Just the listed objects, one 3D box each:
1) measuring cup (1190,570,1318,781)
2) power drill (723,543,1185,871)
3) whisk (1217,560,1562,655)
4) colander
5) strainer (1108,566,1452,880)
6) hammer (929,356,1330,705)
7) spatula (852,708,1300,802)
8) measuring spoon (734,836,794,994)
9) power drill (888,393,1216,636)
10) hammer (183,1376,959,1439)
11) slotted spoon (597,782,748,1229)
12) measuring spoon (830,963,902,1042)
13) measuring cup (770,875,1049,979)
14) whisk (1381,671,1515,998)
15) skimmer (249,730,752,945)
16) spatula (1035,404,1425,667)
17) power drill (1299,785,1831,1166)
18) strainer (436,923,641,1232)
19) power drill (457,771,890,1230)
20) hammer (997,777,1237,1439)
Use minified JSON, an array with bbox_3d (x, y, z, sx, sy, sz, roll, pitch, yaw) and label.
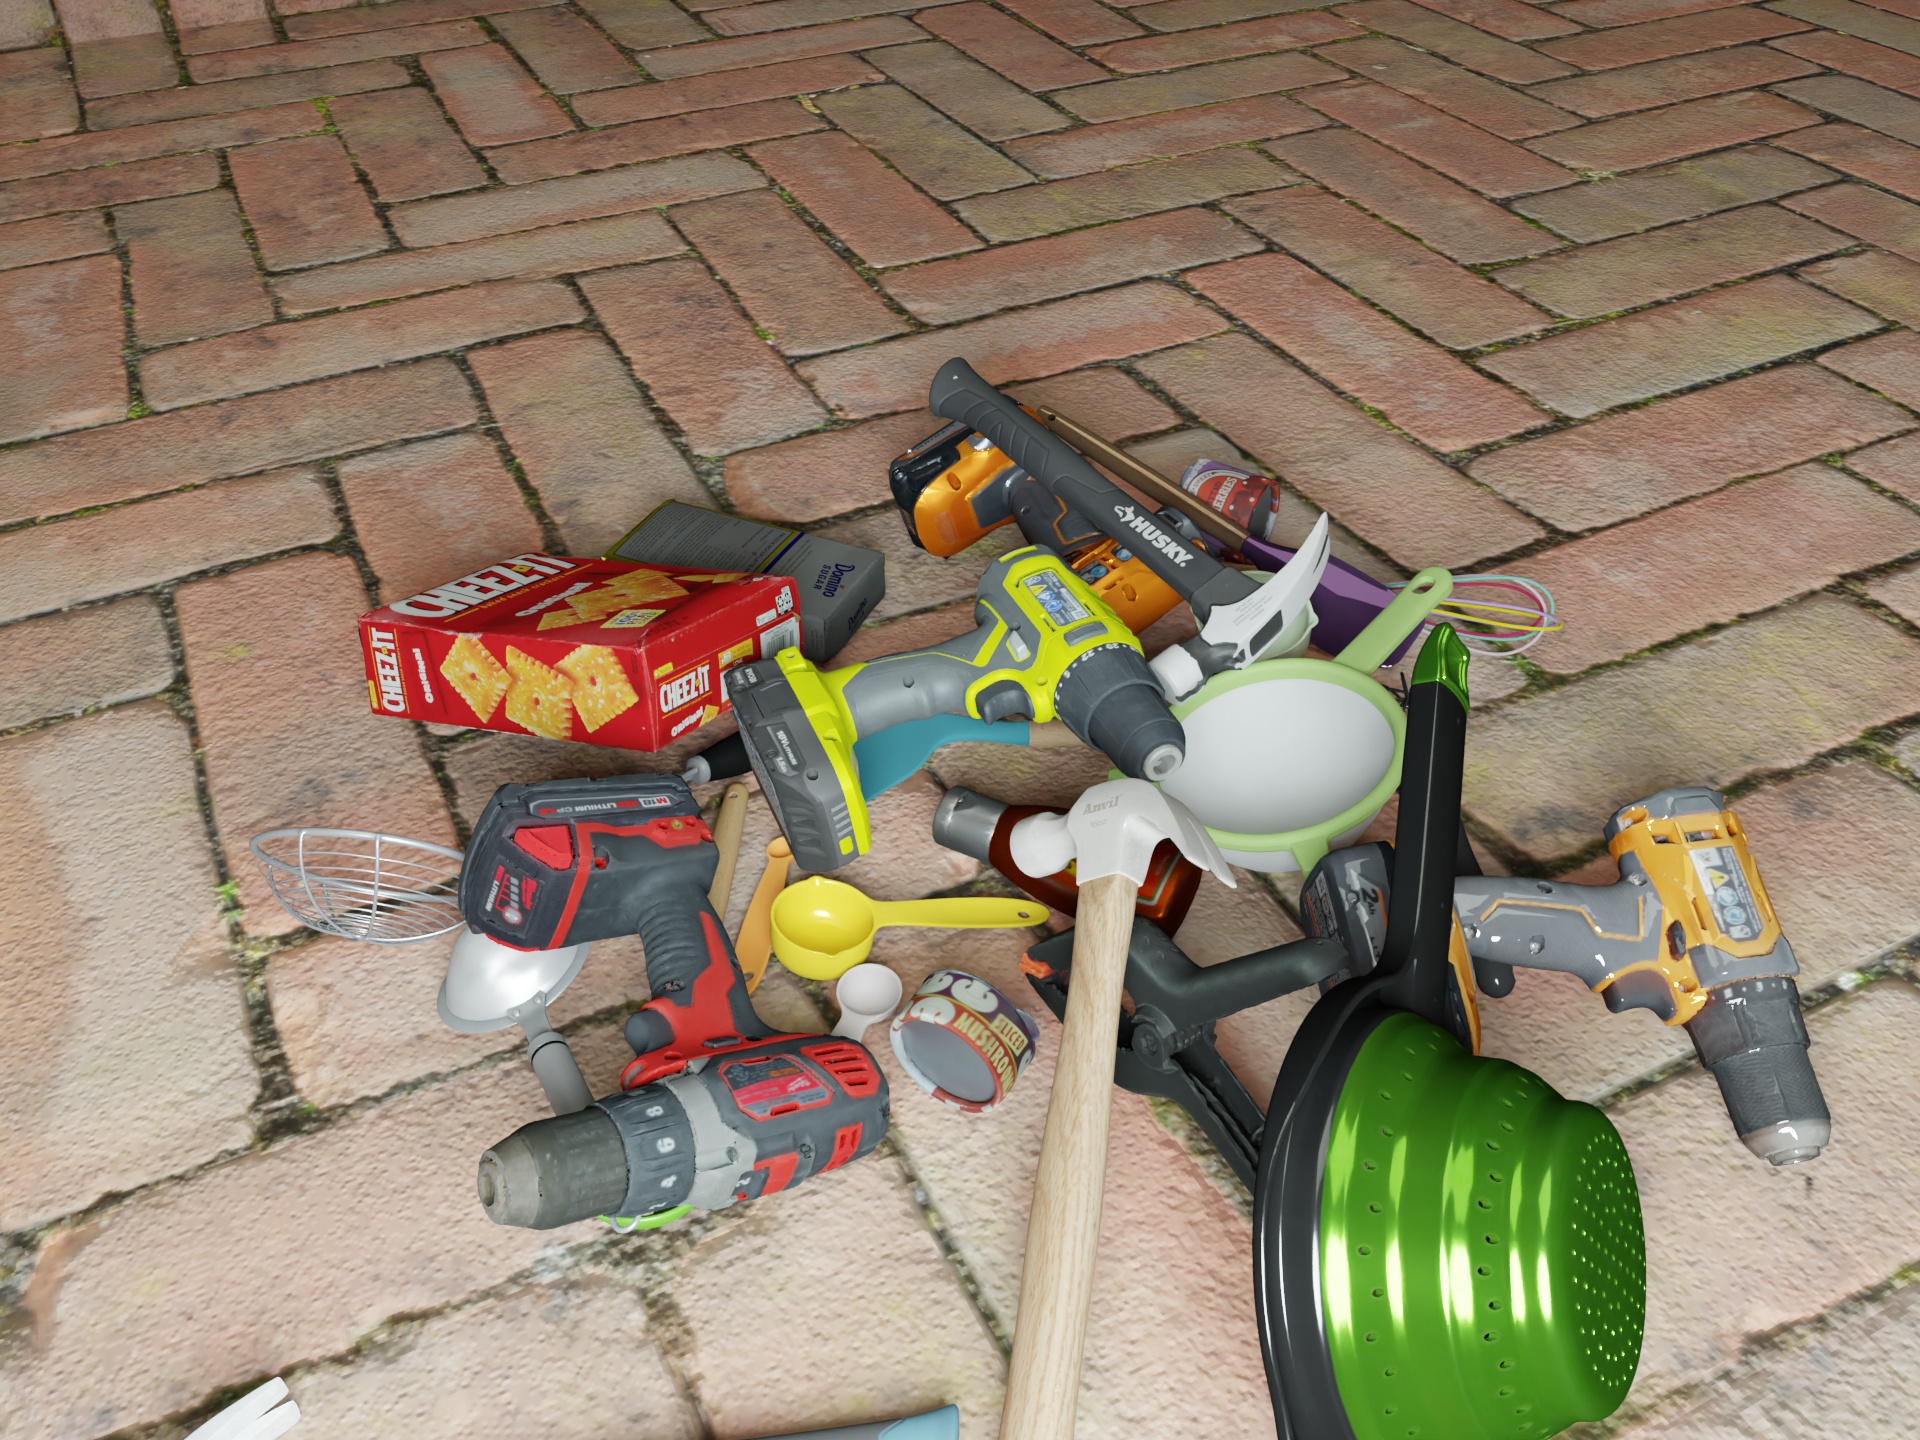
[{"bbox_3d":[0.183,-0.023,1.027,0.083,0.038,0.168,7,56,13],"label":"measuring cup"},{"bbox_3d":[-0.001,-0.003,0.898,0.228,0.080,0.191,-21,43,-12],"label":"power drill"},{"bbox_3d":[0.284,-0.085,1.089,0.245,0.051,0.047,10,46,17],"label":"whisk"},{"bbox_3d":[0.215,0.128,0.636,0.094,0.204,0.397,-8,56,37],"label":"colander"},{"bbox_3d":[0.218,0.005,0.937,0.152,0.069,0.256,23,54,40],"label":"strainer"},{"bbox_3d":[0.089,-0.150,1.029,0.146,0.035,0.335,-37,54,-11],"label":"hammer"},{"bbox_3d":[0.066,0.014,0.971,0.317,0.044,0.082,-3,39,-4],"label":"spatula"},{"bbox_3d":[-0.108,0.109,0.883,0.021,0.011,0.117,-4,42,13],"label":"measuring spoon"},{"bbox_3d":[0.044,-0.119,1.090,0.164,0.084,0.227,-35,49,-11],"label":"power drill"},{"bbox_3d":[-0.162,0.310,0.618,0.331,0.033,0.128,-5,41,-6],"label":"hammer"},{"bbox_3d":[-0.139,0.137,0.834,0.070,0.031,0.314,-1,37,3],"label":"slotted spoon"},{"bbox_3d":[-0.063,0.175,0.800,0.034,0.018,0.124,15,48,14],"label":"measuring spoon"},{"bbox_3d":[-0.027,0.115,0.869,0.156,0.029,0.062,1,37,-17],"label":"measuring cup"},{"bbox_3d":[0.277,0.059,0.909,0.055,0.055,0.239,-1,43,-1],"label":"whisk"},{"bbox_3d":[-0.214,0.029,0.916,0.363,0.127,0.090,-29,91,-36],"label":"skimmer"},{"bbox_3d":[0.176,-0.135,1.106,0.316,0.018,0.060,37,90,19],"label":"spatula"},{"bbox_3d":[0.299,0.133,0.777,0.226,0.084,0.186,-6,63,-6],"label":"power drill"},{"bbox_3d":[-0.203,0.155,0.775,0.087,0.050,0.259,-32,41,-13],"label":"strainer"},{"bbox_3d":[-0.158,0.129,0.734,0.187,0.080,0.227,-4,42,-41],"label":"power drill"},{"bbox_3d":[0.052,0.175,0.685,0.031,0.130,0.332,29,56,-30],"label":"hammer"}]
